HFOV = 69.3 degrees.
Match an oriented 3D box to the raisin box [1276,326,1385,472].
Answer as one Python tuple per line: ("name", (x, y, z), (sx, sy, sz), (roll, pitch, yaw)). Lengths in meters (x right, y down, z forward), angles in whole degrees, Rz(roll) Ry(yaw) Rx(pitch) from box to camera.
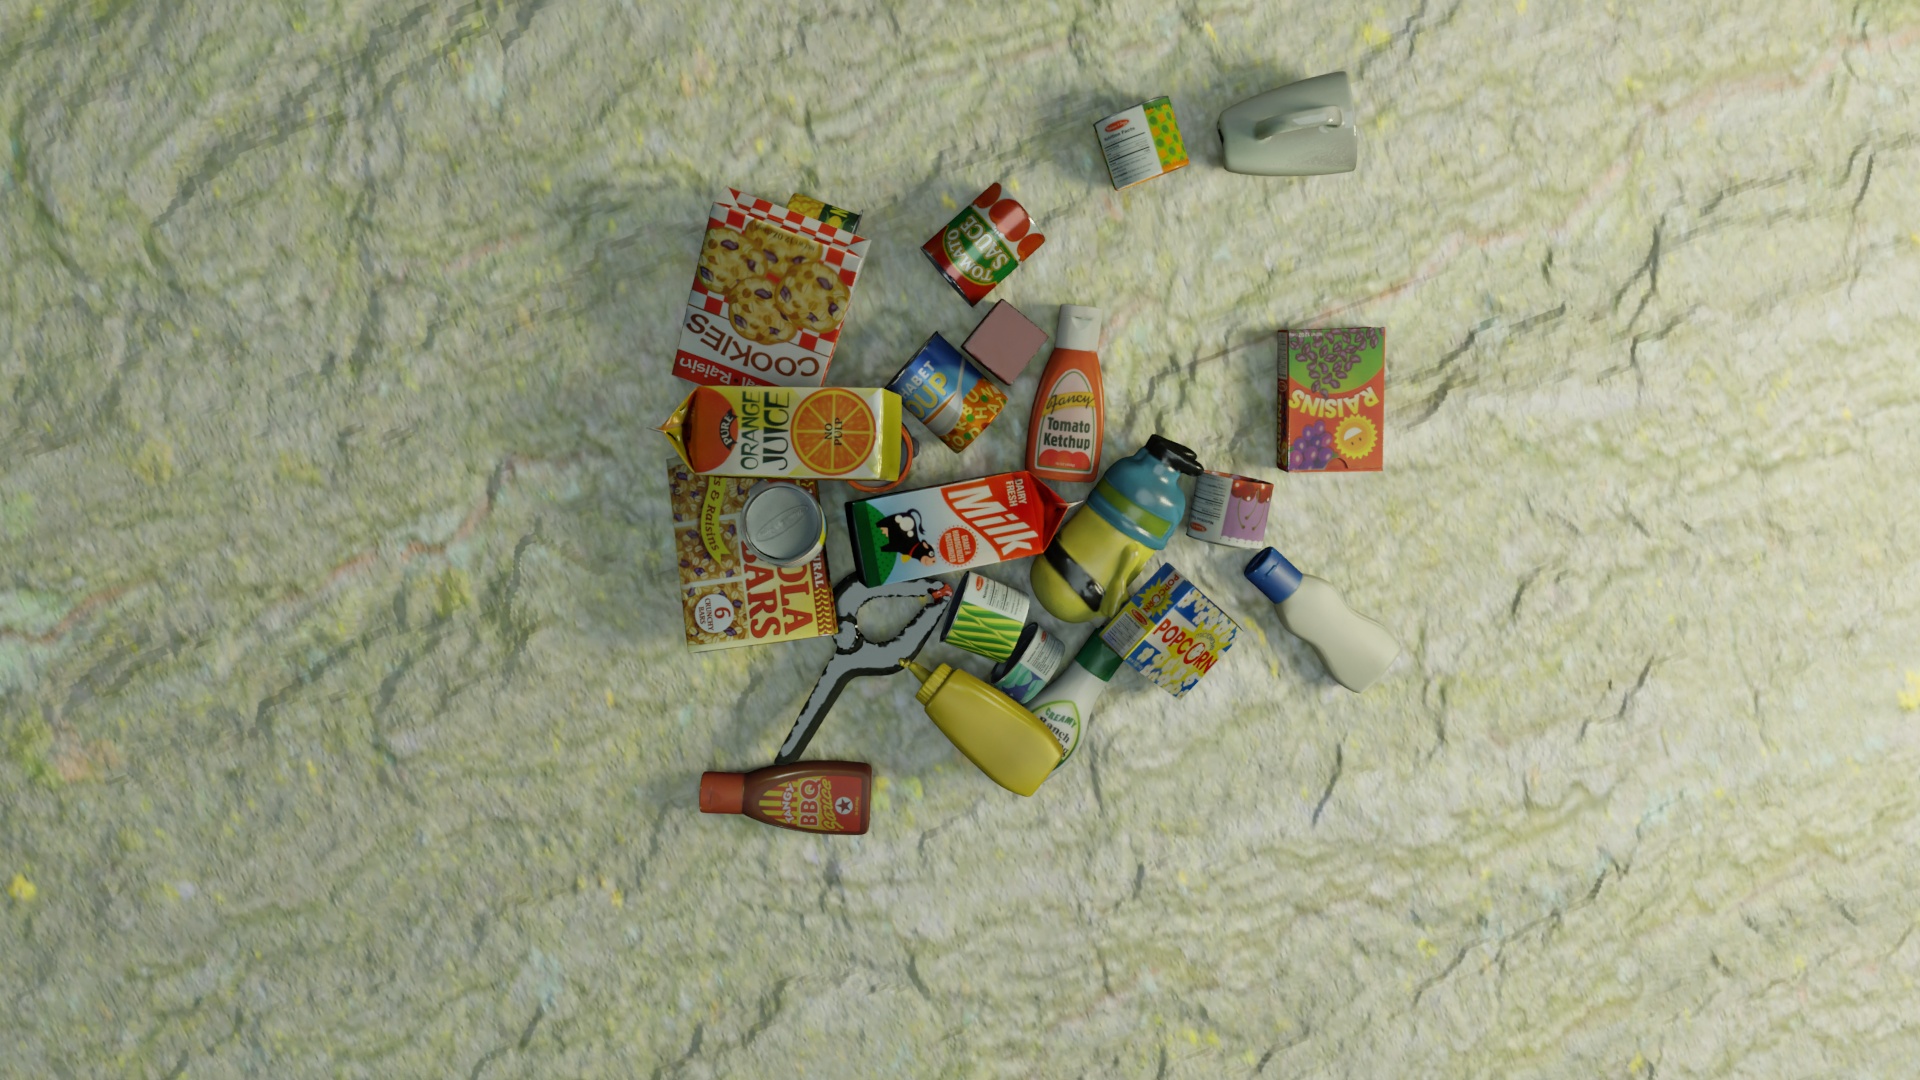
("raisin box", (0.319, -0.121, 1.197), (0.086, 0.040, 0.123), (-2, 99, -3))

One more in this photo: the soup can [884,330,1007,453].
("soup can", (-0.013, -0.122, 1.167), (0.084, 0.071, 0.071), (42, 95, -8))

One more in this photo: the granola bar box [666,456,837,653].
("granola bar box", (-0.176, 0.006, 1.177), (0.124, 0.039, 0.165), (-8, 84, -1))

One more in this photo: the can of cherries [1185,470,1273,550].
("can of cherries", (0.234, -0.027, 1.195), (0.071, 0.071, 0.058), (9, 97, -4))

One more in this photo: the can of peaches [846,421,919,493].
("can of peaches", (-0.071, -0.076, 1.178), (0.071, 0.058, 0.071), (0, 98, -2))

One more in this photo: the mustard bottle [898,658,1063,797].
("mustard bottle", (0.012, 0.149, 1.186), (0.160, 0.049, 0.065), (39, 93, 6))

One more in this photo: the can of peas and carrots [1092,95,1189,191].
("can of peas and carrots", (0.151, -0.328, 1.149), (0.071, 0.071, 0.058), (-20, 99, 1))

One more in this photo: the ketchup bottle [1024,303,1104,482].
("ketchup bottle", (0.094, -0.126, 1.185), (0.065, 0.043, 0.148), (6, 97, -2))

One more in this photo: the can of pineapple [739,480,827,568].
("can of pineapple", (-0.143, -0.013, 1.129), (0.071, 0.058, 0.071), (0, 84, -1))

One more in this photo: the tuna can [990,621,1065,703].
("tuna can", (0.057, 0.108, 1.207), (0.033, 0.071, 0.071), (37, 95, -8))

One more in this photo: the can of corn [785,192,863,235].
("can of corn", (-0.119, -0.249, 1.148), (0.058, 0.071, 0.071), (19, 97, -4))

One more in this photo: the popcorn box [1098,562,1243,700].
("popcorn box", (0.181, 0.079, 1.182), (0.085, 0.126, 0.038), (-48, 53, 5))

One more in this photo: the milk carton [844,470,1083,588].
("milk carton", (0.004, -0.015, 1.170), (0.191, 0.072, 0.073), (-11, 93, -10))

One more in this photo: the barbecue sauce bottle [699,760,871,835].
("barbecue sauce bottle", (-0.153, 0.225, 1.225), (0.149, 0.044, 0.064), (3, 99, -2))

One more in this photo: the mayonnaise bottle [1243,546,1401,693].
("mayonnaise bottle", (0.315, 0.066, 1.224), (0.148, 0.041, 0.064), (42, 93, -6))

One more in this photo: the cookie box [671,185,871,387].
("cookie box", (-0.156, -0.188, 1.131), (0.123, 0.040, 0.166), (20, 127, -5))

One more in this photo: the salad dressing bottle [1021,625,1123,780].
("salad dressing bottle", (0.094, 0.143, 1.223), (0.064, 0.044, 0.147), (34, 95, -3))

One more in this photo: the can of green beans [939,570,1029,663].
("can of green beans", (0.021, 0.067, 1.198), (0.058, 0.071, 0.071), (21, 97, -6))

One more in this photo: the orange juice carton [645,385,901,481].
("orange juice carton", (-0.149, -0.086, 1.117), (0.193, 0.072, 0.073), (2, 91, 9))

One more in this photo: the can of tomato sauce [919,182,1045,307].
("can of tomato sauce", (0.019, -0.245, 1.151), (0.083, 0.071, 0.071), (-41, 98, 3))
